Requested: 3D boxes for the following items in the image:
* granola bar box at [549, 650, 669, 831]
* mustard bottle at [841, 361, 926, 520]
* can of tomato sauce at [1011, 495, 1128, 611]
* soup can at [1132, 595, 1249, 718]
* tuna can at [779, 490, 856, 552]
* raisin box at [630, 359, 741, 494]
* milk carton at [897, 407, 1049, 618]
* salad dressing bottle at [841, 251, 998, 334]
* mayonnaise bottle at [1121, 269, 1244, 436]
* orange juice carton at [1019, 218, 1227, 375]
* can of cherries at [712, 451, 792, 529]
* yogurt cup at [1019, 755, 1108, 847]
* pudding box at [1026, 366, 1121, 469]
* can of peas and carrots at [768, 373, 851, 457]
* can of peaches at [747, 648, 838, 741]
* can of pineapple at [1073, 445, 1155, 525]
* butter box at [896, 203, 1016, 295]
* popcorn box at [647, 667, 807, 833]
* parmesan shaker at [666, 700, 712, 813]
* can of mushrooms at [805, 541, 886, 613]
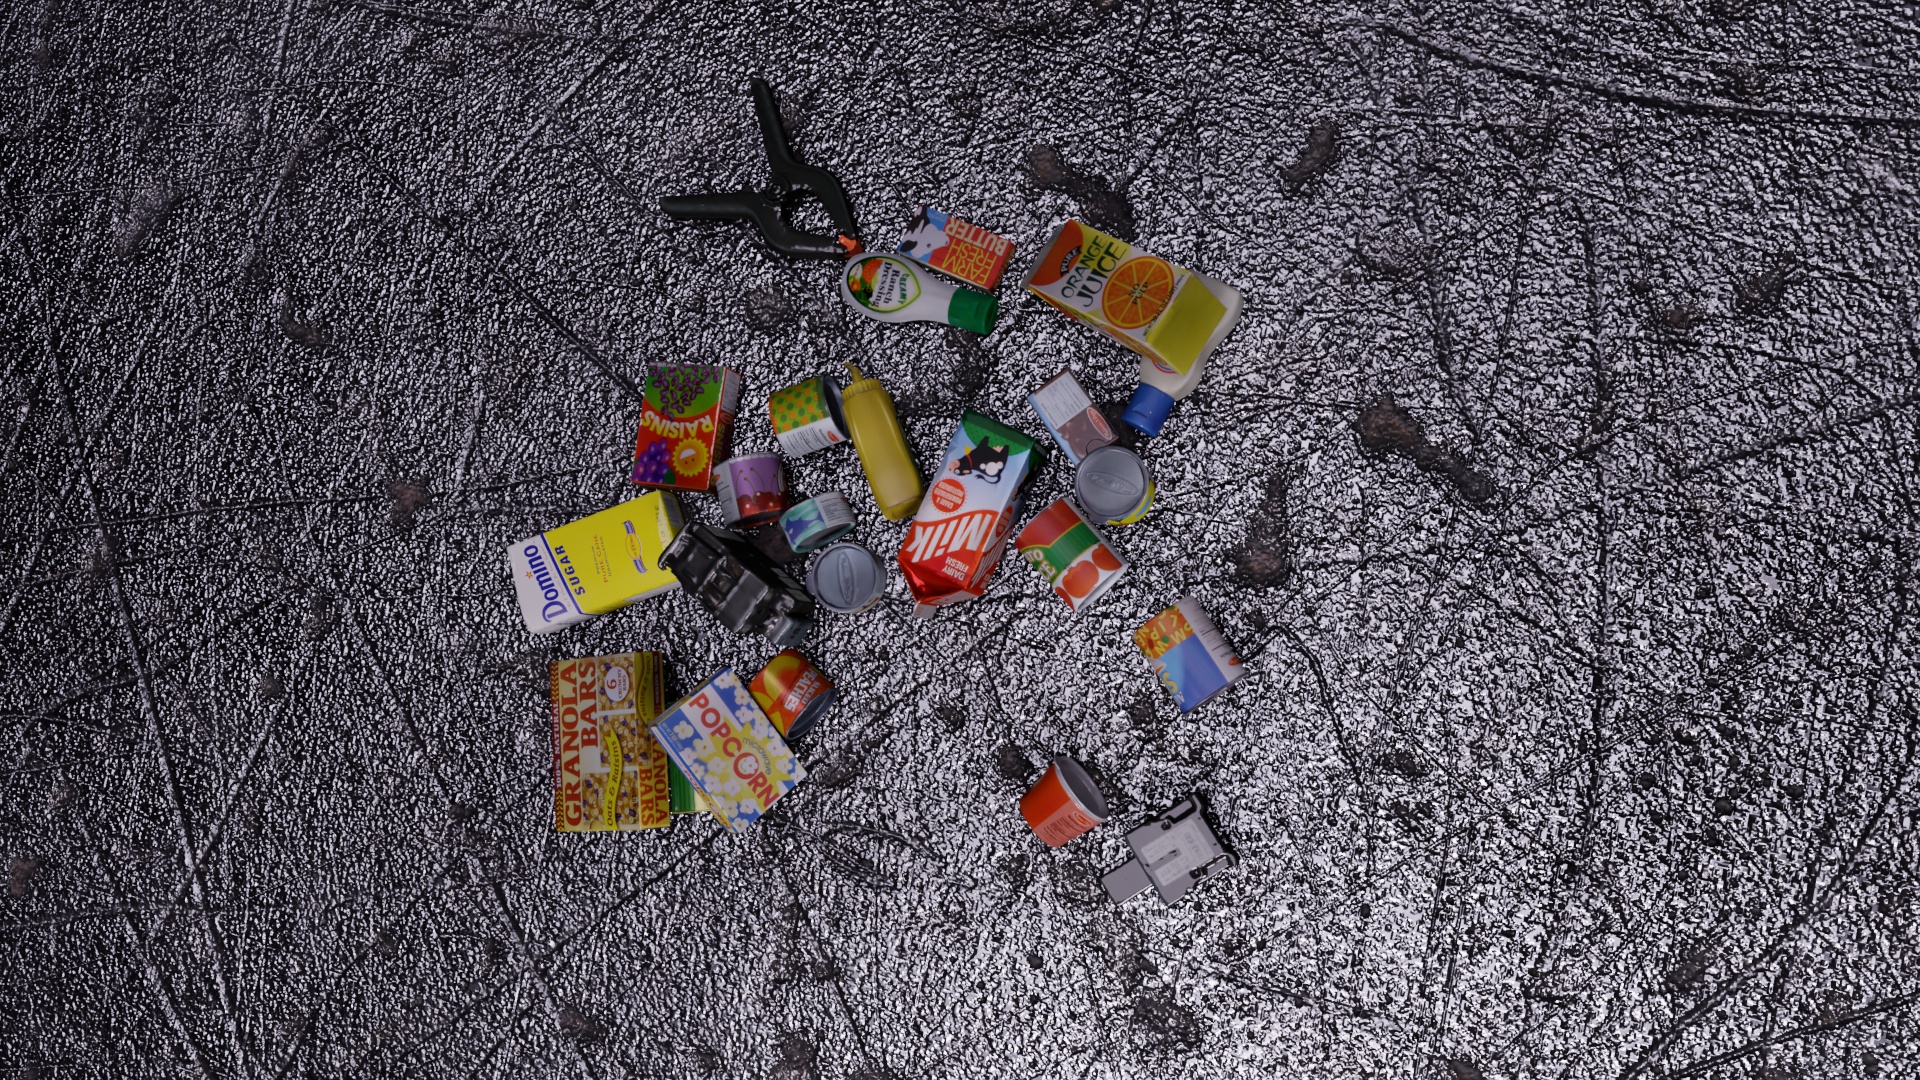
[{"bbox_3d":[-0.336,0.192,1.323,0.124,0.039,0.165,-10,81,35],"label":"granola bar box"},{"bbox_3d":[-0.077,-0.100,1.299,0.049,0.065,0.160,-20,76,-1],"label":"mustard bottle"},{"bbox_3d":[0.097,0.014,1.239,0.071,0.071,0.083,-43,76,6],"label":"can of tomato sauce"},{"bbox_3d":[0.196,0.101,1.205,0.071,0.071,0.084,-36,76,8],"label":"soup can"},{"bbox_3d":[-0.135,-0.016,1.303,0.071,0.071,0.033,-27,79,10],"label":"tuna can"},{"bbox_3d":[-0.269,-0.110,1.361,0.086,0.040,0.123,6,84,14],"label":"raisin box"},{"bbox_3d":[0.005,-0.016,1.263,0.073,0.072,0.190,25,91,15],"label":"milk carton"},{"bbox_3d":[-0.038,-0.231,1.313,0.148,0.044,0.064,17,92,15],"label":"salad dressing bottle"},{"bbox_3d":[0.195,-0.166,1.247,0.065,0.041,0.148,28,90,21],"label":"mayonnaise bottle"},{"bbox_3d":[0.133,-0.224,1.236,0.193,0.073,0.071,35,94,39],"label":"orange juice carton"},{"bbox_3d":[-0.195,-0.047,1.322,0.071,0.071,0.058,-17,80,12],"label":"can of cherries"},{"bbox_3d":[0.089,0.232,1.219,0.054,0.072,0.072,-41,76,15],"label":"yogurt cup"},{"bbox_3d":[0.104,-0.111,1.271,0.049,0.030,0.084,-36,77,7],"label":"pudding box"},{"bbox_3d":[-0.142,-0.120,1.317,0.058,0.071,0.071,-18,80,12],"label":"can of peas and carrots"},{"bbox_3d":[-0.156,0.141,1.287,0.058,0.071,0.071,42,95,16],"label":"can of peaches"},{"bbox_3d":[0.137,-0.047,1.240,0.071,0.058,0.071,-2,83,15],"label":"can of pineapple"},{"bbox_3d":[-0.004,-0.276,1.320,0.103,0.024,0.053,25,91,16],"label":"butter box"},{"bbox_3d":[-0.211,0.190,1.260,0.085,0.038,0.126,-39,100,-29],"label":"popcorn box"},{"bbox_3d":[-0.238,0.201,1.306,0.071,0.071,0.103,-7,81,14],"label":"parmesan shaker"},{"bbox_3d":[-0.107,0.036,1.306,0.071,0.033,0.071,-1,84,14],"label":"can of mushrooms"}]
